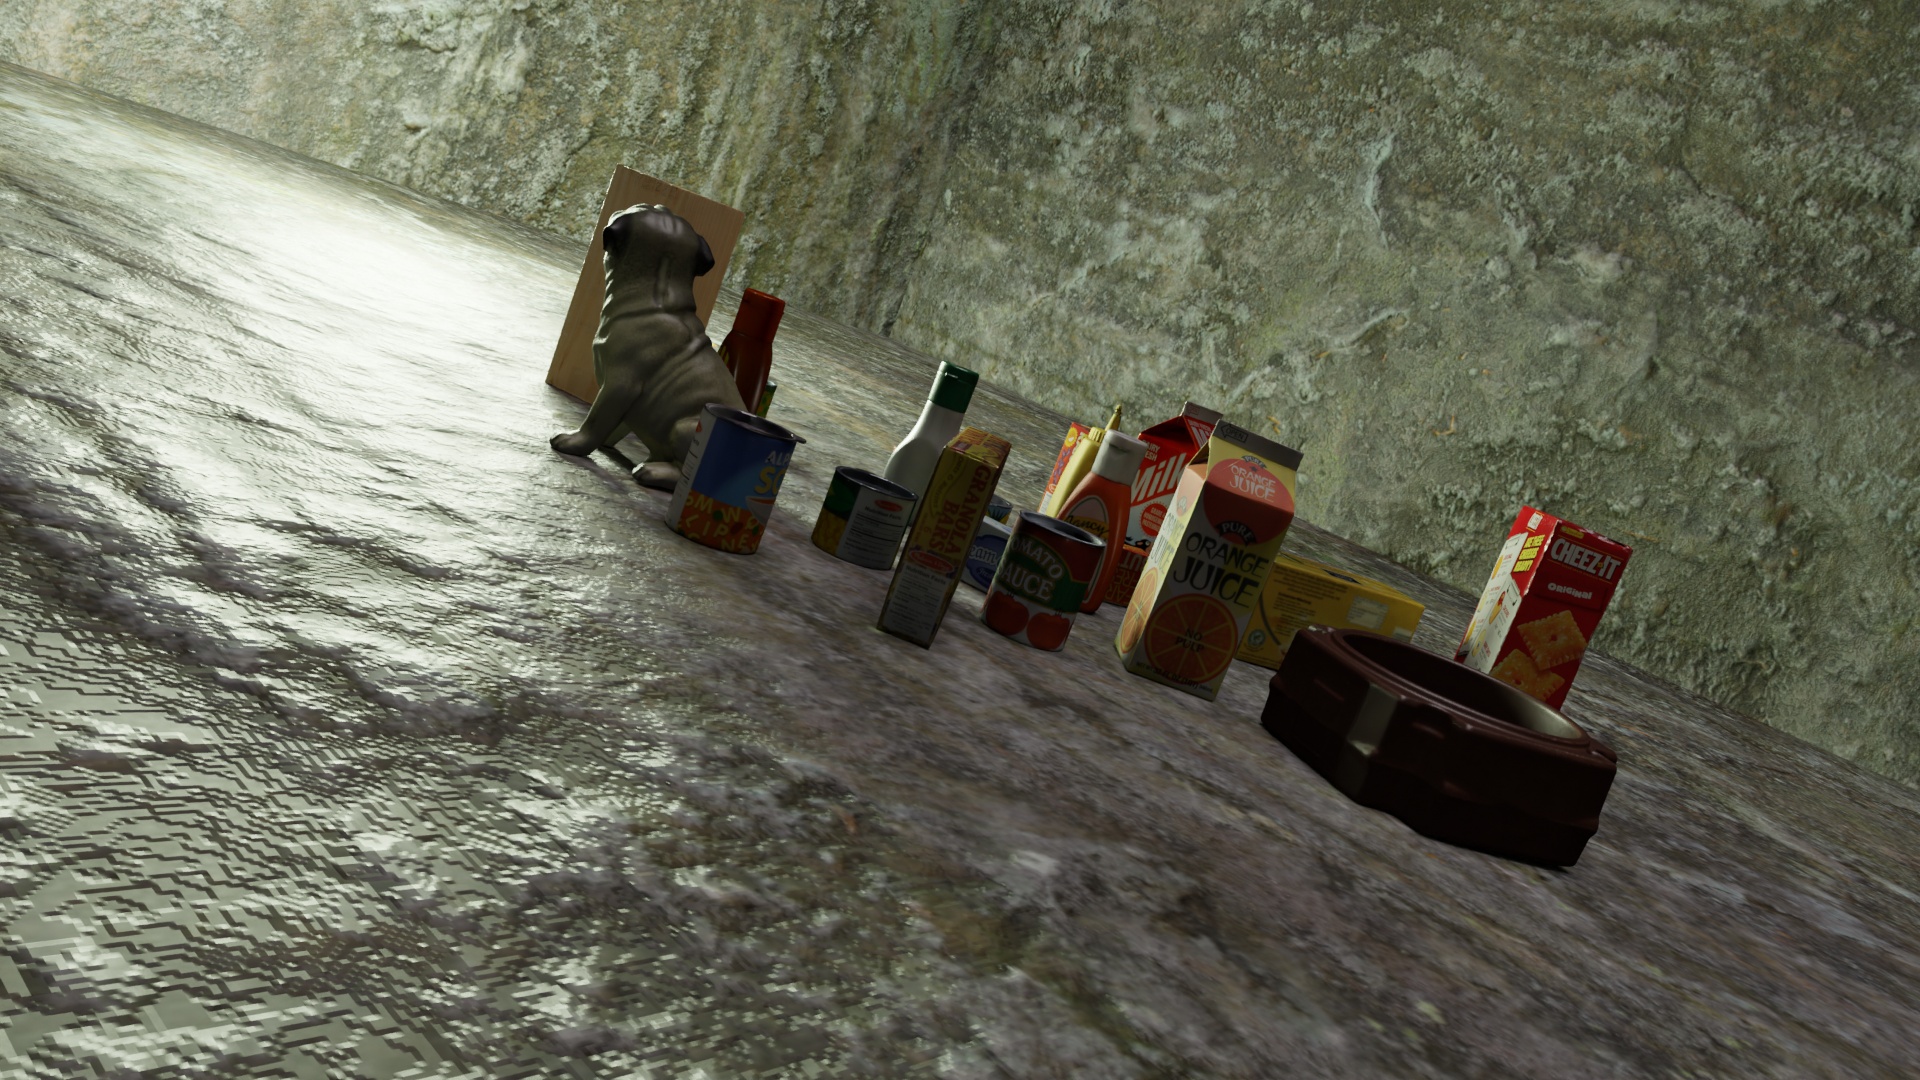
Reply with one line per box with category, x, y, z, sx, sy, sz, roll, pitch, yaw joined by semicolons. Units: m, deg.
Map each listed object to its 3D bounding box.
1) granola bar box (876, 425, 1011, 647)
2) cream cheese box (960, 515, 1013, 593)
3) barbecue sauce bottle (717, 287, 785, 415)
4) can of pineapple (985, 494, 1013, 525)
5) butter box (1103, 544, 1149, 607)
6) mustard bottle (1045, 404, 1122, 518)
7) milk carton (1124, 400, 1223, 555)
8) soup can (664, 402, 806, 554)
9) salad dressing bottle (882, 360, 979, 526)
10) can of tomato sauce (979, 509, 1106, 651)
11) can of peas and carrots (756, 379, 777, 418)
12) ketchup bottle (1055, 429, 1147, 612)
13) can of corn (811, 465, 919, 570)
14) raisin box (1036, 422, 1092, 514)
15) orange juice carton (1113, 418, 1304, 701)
granola bar box;-0.008;-0.008;0.930;0.039;0.124;0.166;21;10;1
cream cheese box;0.035;0.018;1.083;0.104;0.053;0.024;27;11;30
barbecue sauce bottle;-0.191;-0.141;1.190;0.044;0.148;0.065;14;12;-38
can of pineapple;0.004;-0.015;1.184;0.071;0.057;0.071;21;10;-4
butter box;0.118;0.023;1.229;0.103;0.053;0.024;15;11;-31
mustard bottle;0.136;-0.063;1.416;0.065;0.160;0.049;19;9;-12
milk carton;0.195;-0.036;1.307;0.073;0.190;0.072;28;12;38
soup can;-0.150;-0.040;0.926;0.071;0.083;0.071;21;10;-4
salad dressing bottle;-0.025;-0.086;1.244;0.064;0.147;0.044;23;10;14
can of tomato sauce;0.057;0.028;0.989;0.071;0.083;0.071;21;10;-4
can of peas and carrots;-0.221;-0.138;1.373;0.071;0.058;0.071;21;10;-4
ketchup bottle;0.112;-0.018;1.159;0.065;0.148;0.043;24;10;18
can of corn;-0.072;-0.018;1.039;0.071;0.058;0.071;21;10;-4
raisin box;0.139;-0.057;1.499;0.086;0.123;0.040;15;11;-35
orange juice carton;0.185;0.012;1.026;0.072;0.192;0.073;20;9;-6
